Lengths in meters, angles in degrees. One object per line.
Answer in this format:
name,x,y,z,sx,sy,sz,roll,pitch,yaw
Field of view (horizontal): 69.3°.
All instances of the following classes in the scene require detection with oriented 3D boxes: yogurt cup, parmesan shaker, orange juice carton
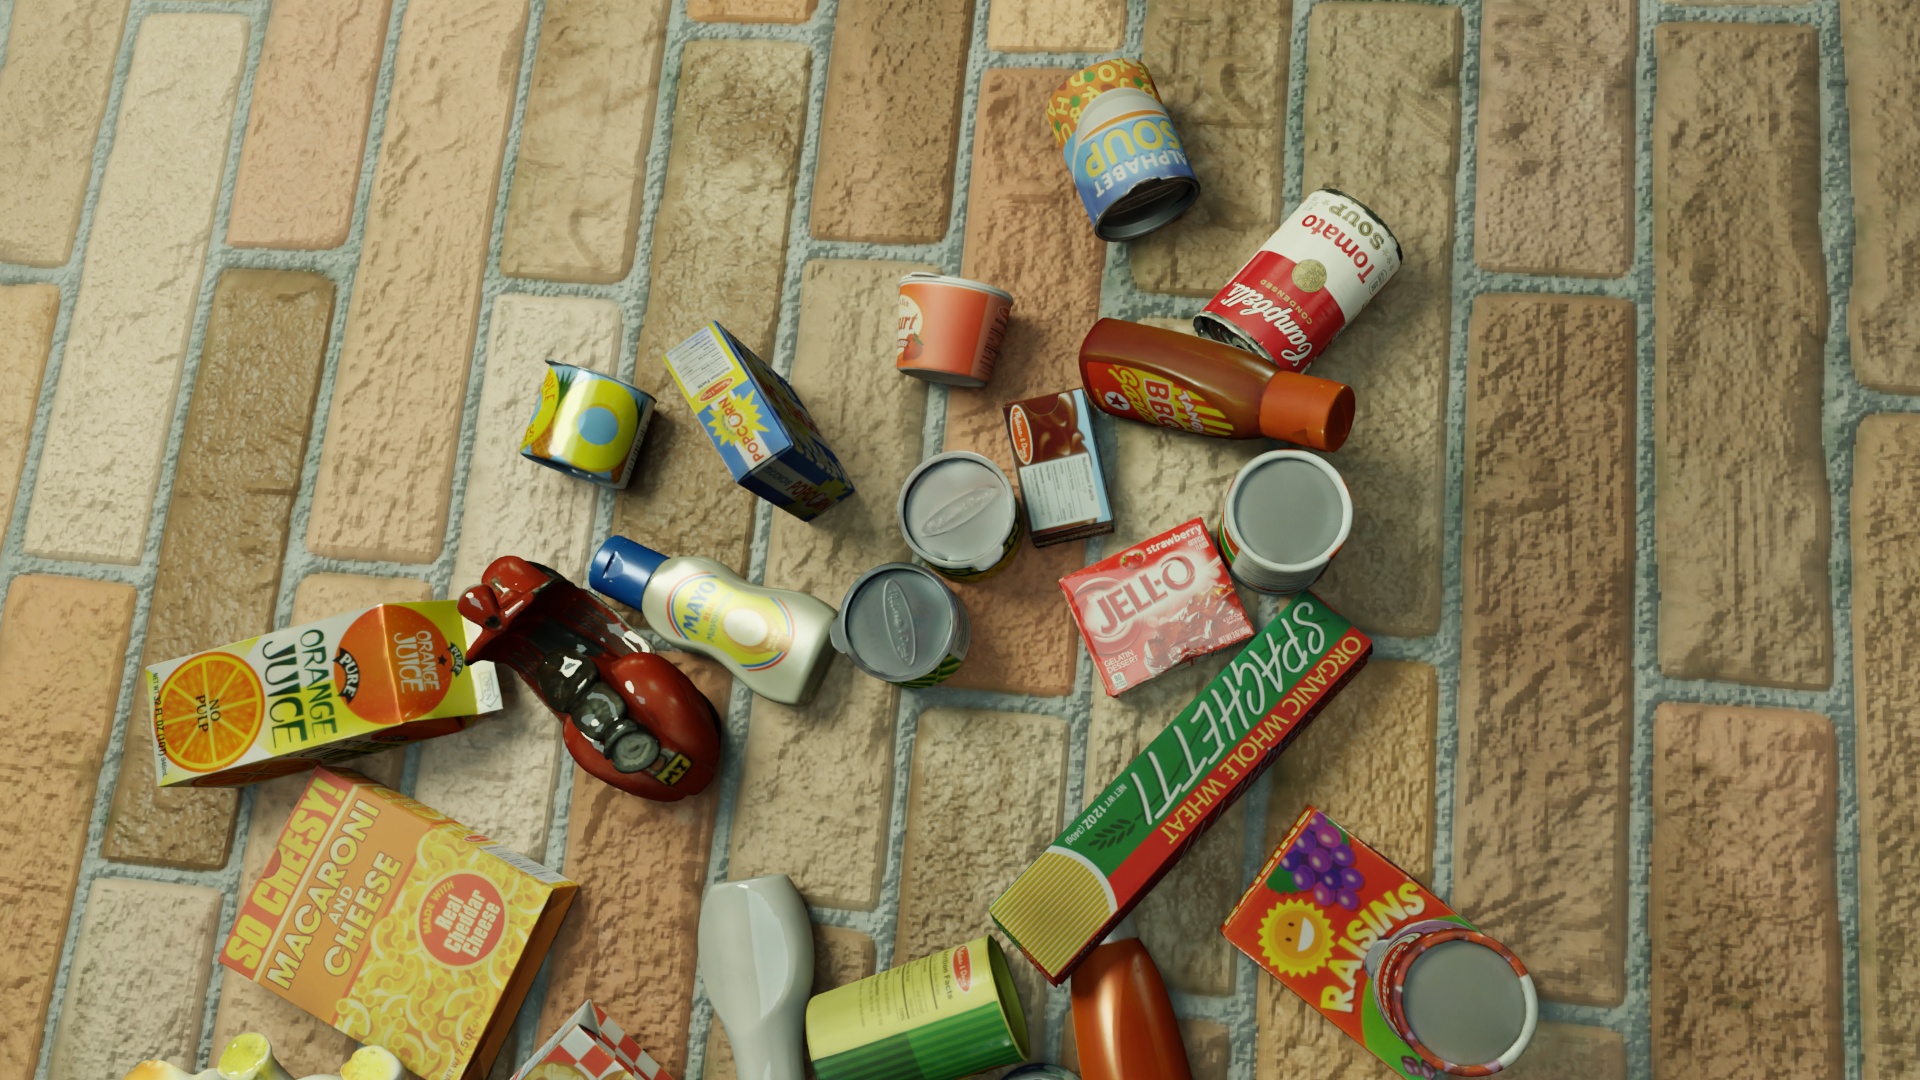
yogurt cup,-0.006,-0.121,0.811,0.072,0.072,0.054,9,89,10
parmesan shaker,-0.022,0.257,0.738,0.103,0.071,0.071,-20,77,5
orange juice carton,-0.364,0.088,0.815,0.193,0.073,0.072,-15,77,5

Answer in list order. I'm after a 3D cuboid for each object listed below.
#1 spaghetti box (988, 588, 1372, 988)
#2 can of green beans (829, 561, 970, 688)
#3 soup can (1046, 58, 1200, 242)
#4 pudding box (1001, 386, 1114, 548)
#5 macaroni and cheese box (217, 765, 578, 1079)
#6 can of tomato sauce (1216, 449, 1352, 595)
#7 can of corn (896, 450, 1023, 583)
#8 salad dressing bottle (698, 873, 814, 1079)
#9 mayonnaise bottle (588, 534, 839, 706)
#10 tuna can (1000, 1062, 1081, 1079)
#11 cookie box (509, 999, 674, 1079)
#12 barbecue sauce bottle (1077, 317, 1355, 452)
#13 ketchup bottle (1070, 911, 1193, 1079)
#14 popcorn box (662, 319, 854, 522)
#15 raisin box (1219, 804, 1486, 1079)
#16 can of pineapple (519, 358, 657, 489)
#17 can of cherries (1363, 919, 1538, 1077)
spaghetti box,0.120,0.126,0.735,0.250,0.028,0.050,-43,65,-13
can of green beans,-0.030,0.049,0.782,0.071,0.057,0.071,-1,79,8
soup can,0.095,-0.230,0.813,0.071,0.071,0.084,-21,77,4
pudding box,0.057,-0.042,0.802,0.049,0.030,0.084,-13,77,7
macaroni and cheese box,-0.324,0.219,0.799,0.166,0.040,0.124,23,82,12
can of tomato sauce,0.174,-0.010,0.752,0.071,0.083,0.071,-1,79,8
can of corn,0.003,-0.010,0.789,0.071,0.058,0.071,-2,79,8
salad dressing bottle,-0.107,0.260,0.759,0.064,0.044,0.148,-12,78,20
mayonnaise bottle,-0.144,0.041,0.809,0.148,0.041,0.065,23,85,11
tuna can,0.040,0.313,0.732,0.071,0.033,0.071,-2,79,8
cookie box,-0.217,0.352,0.740,0.167,0.040,0.123,-45,95,-3
barbecue sauce bottle,0.138,-0.082,0.755,0.148,0.064,0.044,18,66,36
ketchup bottle,0.085,0.249,0.726,0.043,0.065,0.149,-30,63,38
popcorn box,-0.111,-0.064,0.781,0.038,0.126,0.085,-35,76,4
raisin box,0.210,0.210,0.726,0.123,0.040,0.086,37,87,12
can of pineapple,-0.224,-0.068,0.828,0.071,0.071,0.058,16,82,11
can of cherries,0.234,0.219,0.670,0.071,0.058,0.071,-1,79,7
